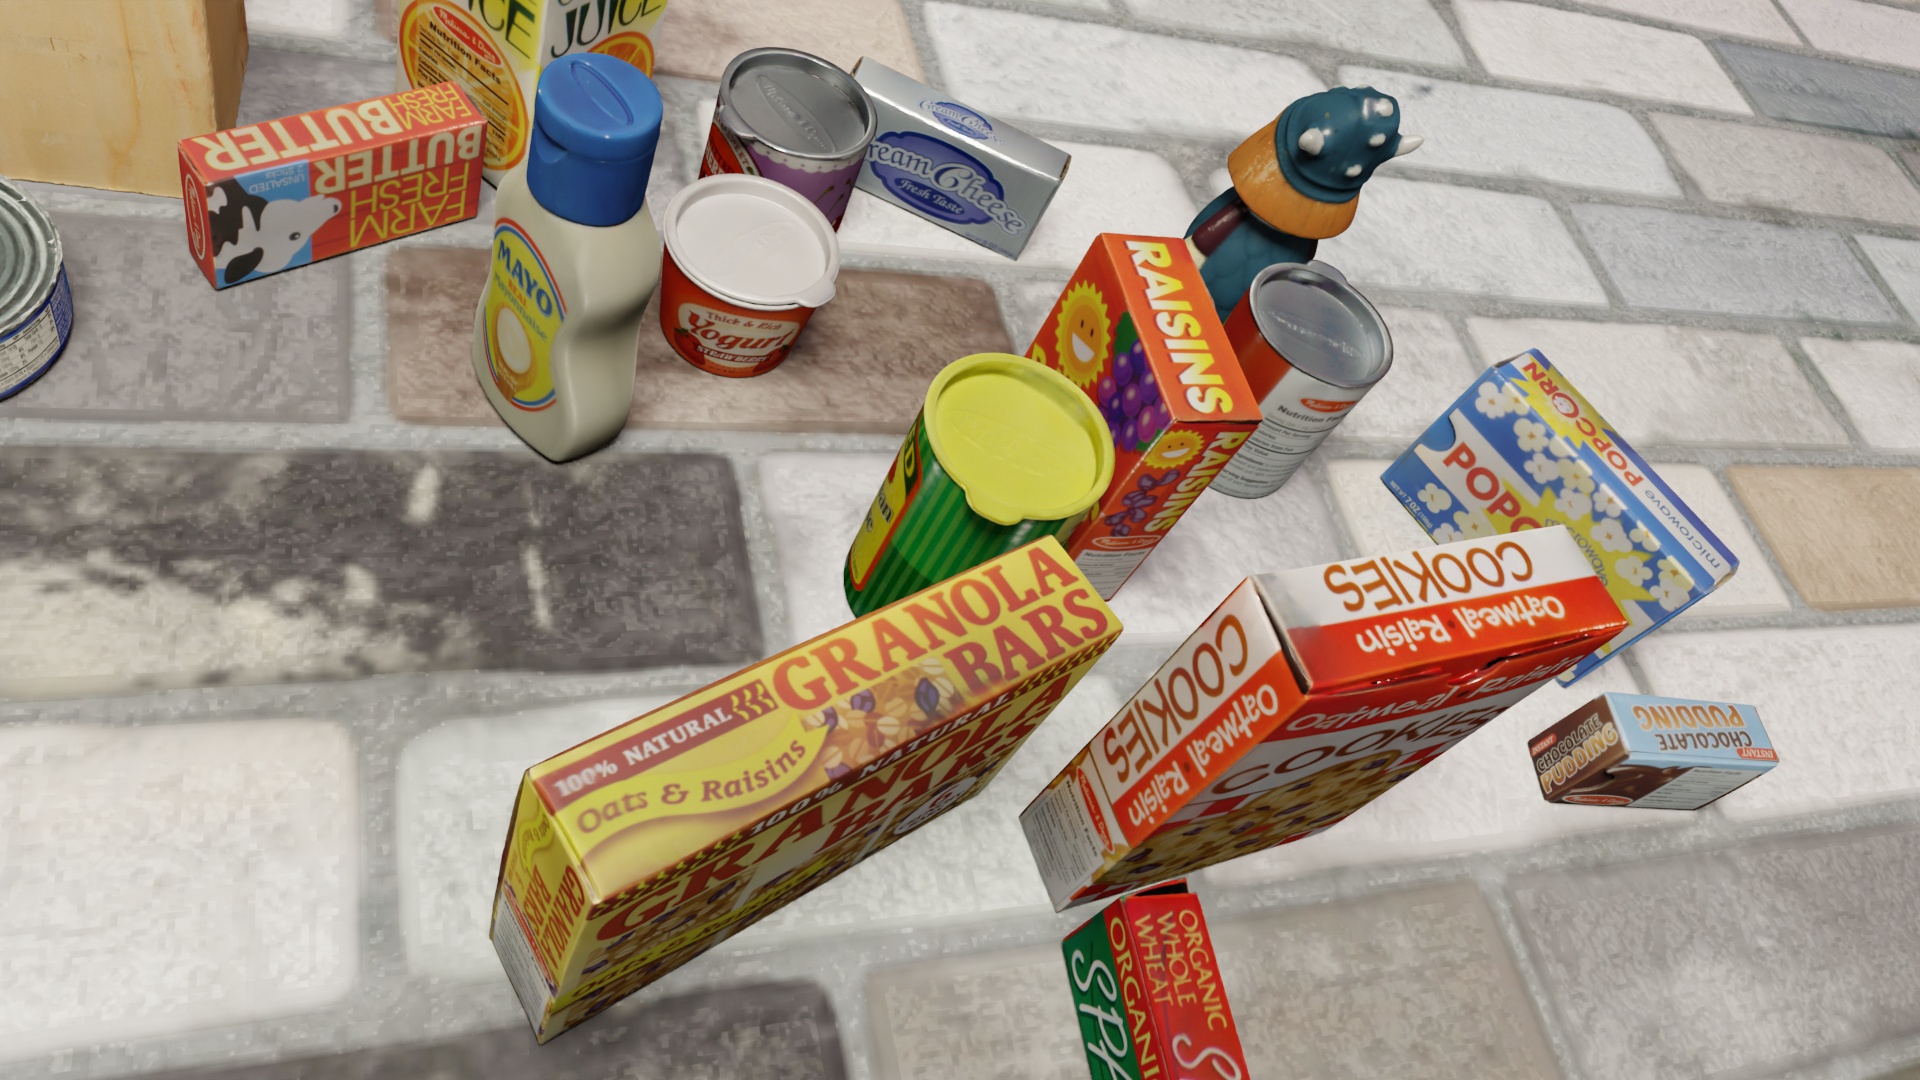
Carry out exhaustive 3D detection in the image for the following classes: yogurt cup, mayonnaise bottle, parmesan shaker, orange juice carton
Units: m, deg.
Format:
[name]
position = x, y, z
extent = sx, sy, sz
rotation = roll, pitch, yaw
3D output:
[yogurt cup]
position = -0.086, -0.101, 0.545
extent = 0.072, 0.053, 0.073
rotation = 11, 54, -16
[mayonnaise bottle]
position = -0.129, -0.091, 0.459
extent = 0.041, 0.147, 0.065
rotation = -31, 73, -36
[parmesan shaker]
position = 0.002, -0.006, 0.486
extent = 0.071, 0.102, 0.071
rotation = 11, 54, -16
[orange juice carton]
position = -0.154, -0.226, 0.513
extent = 0.073, 0.191, 0.072
rotation = 39, 51, 6

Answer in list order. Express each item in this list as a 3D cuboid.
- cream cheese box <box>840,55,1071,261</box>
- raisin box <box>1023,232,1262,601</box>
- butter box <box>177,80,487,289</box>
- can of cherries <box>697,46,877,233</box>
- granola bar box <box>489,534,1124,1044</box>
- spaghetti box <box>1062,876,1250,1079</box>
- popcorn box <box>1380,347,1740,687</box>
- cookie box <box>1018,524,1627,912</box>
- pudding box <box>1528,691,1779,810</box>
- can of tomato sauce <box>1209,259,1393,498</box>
[cream cheese box]
position = -0.008, -0.171, 0.627
extent = 0.104, 0.053, 0.024
rotation = 24, 51, -7
[raisin box]
position = 0.055, -0.042, 0.520
extent = 0.040, 0.122, 0.086
rotation = -1, 58, -24
[butter box]
position = -0.226, -0.131, 0.506
extent = 0.104, 0.052, 0.024
rotation = -29, 72, -35
[can of cherries]
position = -0.077, -0.164, 0.590
extent = 0.071, 0.058, 0.072
rotation = 11, 54, -16
[granola bar box]
position = -0.047, 0.070, 0.399
extent = 0.166, 0.123, 0.039
rotation = -23, 69, -34
[spaghetti box]
position = 0.077, 0.225, 0.392
extent = 0.029, 0.050, 0.251
rotation = 1, 57, -23
[popcorn box]
position = 0.259, -0.010, 0.610
extent = 0.038, 0.084, 0.127
rotation = -25, 70, -34
[cookie box]
position = 0.107, 0.061, 0.443
extent = 0.123, 0.166, 0.040
rotation = -8, 61, -28
[pudding box]
position = 0.288, 0.089, 0.577
extent = 0.084, 0.049, 0.030
rotation = 6, 56, -20
[can of tomato sauce]
position = 0.134, -0.069, 0.599
extent = 0.071, 0.082, 0.071
rotation = 11, 54, -16
